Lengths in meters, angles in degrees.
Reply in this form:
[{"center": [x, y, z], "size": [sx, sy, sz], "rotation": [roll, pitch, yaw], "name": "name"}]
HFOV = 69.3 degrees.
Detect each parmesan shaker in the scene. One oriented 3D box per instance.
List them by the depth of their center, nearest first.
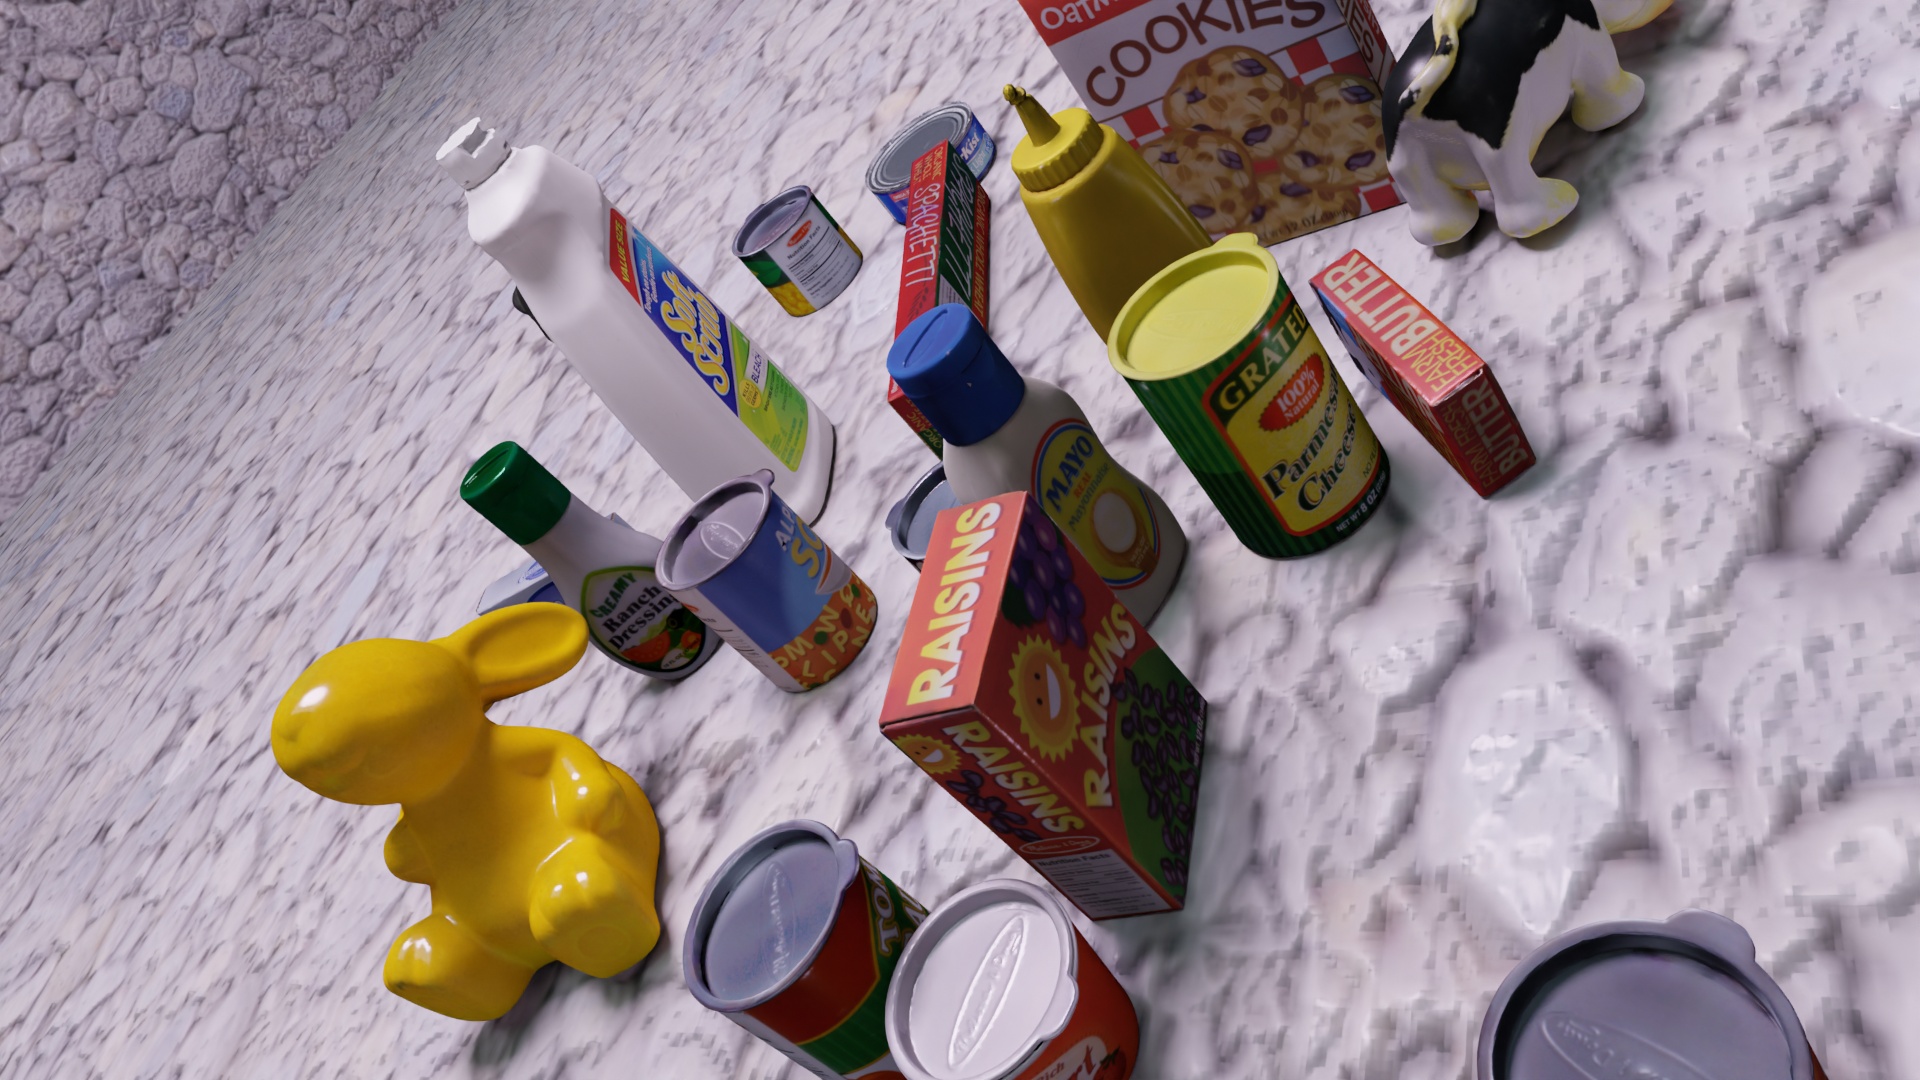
[{"center": [0.110, -0.051, 0.512], "size": [0.071, 0.103, 0.072], "rotation": [-26, 37, 22], "name": "parmesan shaker"}]

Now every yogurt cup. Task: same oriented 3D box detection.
[{"center": [0.019, 0.147, 0.428], "size": [0.072, 0.054, 0.073], "rotation": [-26, 37, 22], "name": "yogurt cup"}]

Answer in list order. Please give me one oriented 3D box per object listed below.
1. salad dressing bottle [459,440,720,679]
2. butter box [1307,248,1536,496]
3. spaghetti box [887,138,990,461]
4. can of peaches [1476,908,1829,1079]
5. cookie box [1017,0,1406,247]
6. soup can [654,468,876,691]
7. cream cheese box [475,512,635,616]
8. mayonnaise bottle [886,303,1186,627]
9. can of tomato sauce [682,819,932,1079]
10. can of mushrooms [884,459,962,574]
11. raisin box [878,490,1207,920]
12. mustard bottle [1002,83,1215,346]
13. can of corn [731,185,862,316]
[{"center": [-0.182, 0.011, 0.692], "size": [0.064, 0.147, 0.044], "rotation": [-39, 34, 4], "name": "salad dressing bottle"}, {"center": [0.168, -0.064, 0.513], "size": [0.024, 0.053, 0.104], "rotation": [-35, 35, 11], "name": "butter box"}, {"center": [-0.008, -0.143, 0.777], "size": [0.028, 0.050, 0.251], "rotation": [-25, 37, 23], "name": "spaghetti box"}, {"center": [0.159, 0.125, 0.308], "size": [0.071, 0.058, 0.071], "rotation": [-26, 37, 22], "name": "can of peaches"}, {"center": [0.121, -0.209, 0.618], "size": [0.122, 0.167, 0.040], "rotation": [-12, 44, 37], "name": "cookie box"}, {"center": [-0.087, 0.019, 0.646], "size": [0.071, 0.083, 0.072], "rotation": [-26, 37, 22], "name": "soup can"}, {"center": [-0.220, 0.029, 0.794], "size": [0.103, 0.053, 0.024], "rotation": [-27, 37, 21], "name": "cream cheese box"}, {"center": [0.029, -0.025, 0.523], "size": [0.041, 0.147, 0.065], "rotation": [5, 55, 47], "name": "mayonnaise bottle"}, {"center": [-0.039, 0.141, 0.464], "size": [0.071, 0.083, 0.071], "rotation": [-26, 37, 22], "name": "can of tomato sauce"}, {"center": [0.002, -0.008, 0.633], "size": [0.071, 0.033, 0.071], "rotation": [-26, 37, 22], "name": "can of mushrooms"}, {"center": [0.032, 0.056, 0.453], "size": [0.040, 0.123, 0.086], "rotation": [-16, 42, 34], "name": "raisin box"}, {"center": [0.065, -0.137, 0.600], "size": [0.065, 0.160, 0.049], "rotation": [-37, 34, 8], "name": "mustard bottle"}, {"center": [-0.109, -0.193, 0.924], "size": [0.071, 0.058, 0.071], "rotation": [-26, 37, 22], "name": "can of corn"}]
